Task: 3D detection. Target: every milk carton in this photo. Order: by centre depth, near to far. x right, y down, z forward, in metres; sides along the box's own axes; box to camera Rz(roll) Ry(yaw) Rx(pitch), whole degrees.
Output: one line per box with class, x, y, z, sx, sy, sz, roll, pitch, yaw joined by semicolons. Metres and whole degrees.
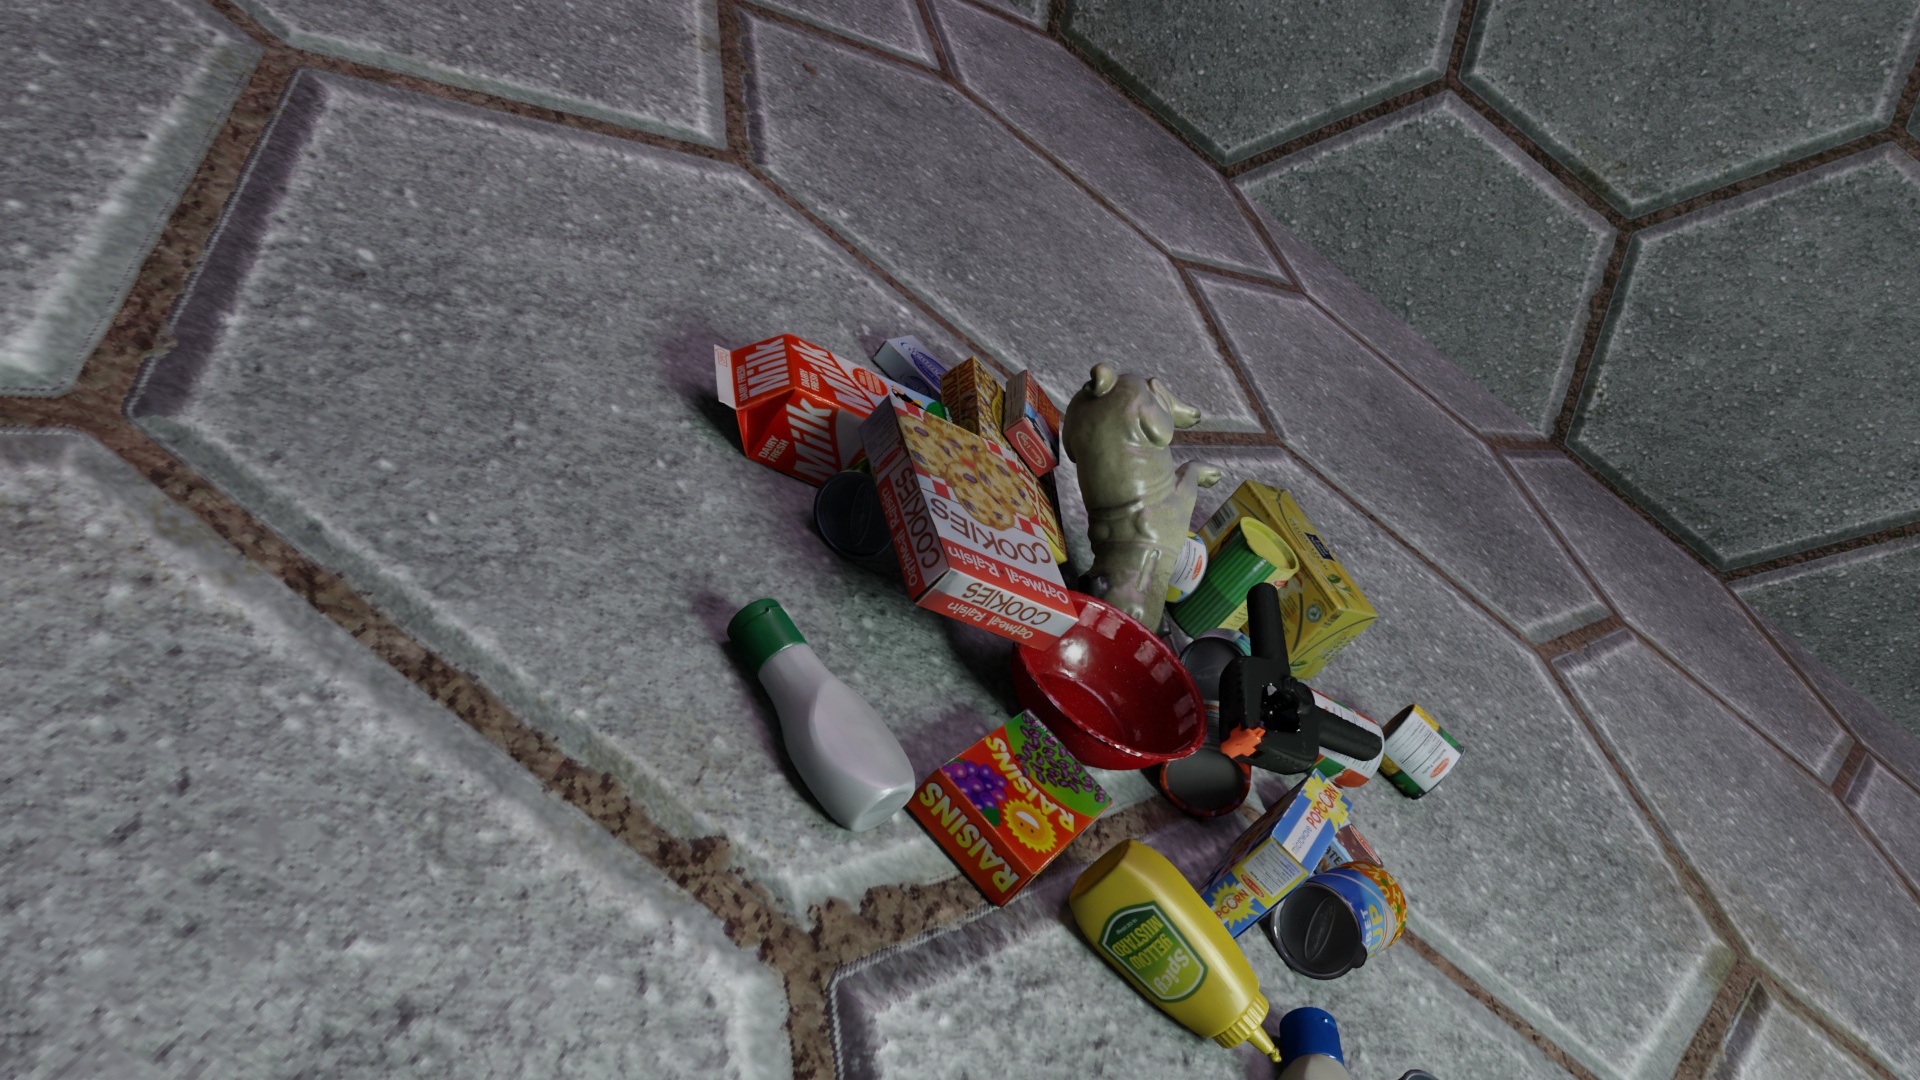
milk carton;-0.098;-0.089;1.037;0.190;0.073;0.073;22;33;-30

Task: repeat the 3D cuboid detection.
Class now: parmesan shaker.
parmesan shaker;0.238;0.038;1.225;0.071;0.102;0.072;30;29;-18

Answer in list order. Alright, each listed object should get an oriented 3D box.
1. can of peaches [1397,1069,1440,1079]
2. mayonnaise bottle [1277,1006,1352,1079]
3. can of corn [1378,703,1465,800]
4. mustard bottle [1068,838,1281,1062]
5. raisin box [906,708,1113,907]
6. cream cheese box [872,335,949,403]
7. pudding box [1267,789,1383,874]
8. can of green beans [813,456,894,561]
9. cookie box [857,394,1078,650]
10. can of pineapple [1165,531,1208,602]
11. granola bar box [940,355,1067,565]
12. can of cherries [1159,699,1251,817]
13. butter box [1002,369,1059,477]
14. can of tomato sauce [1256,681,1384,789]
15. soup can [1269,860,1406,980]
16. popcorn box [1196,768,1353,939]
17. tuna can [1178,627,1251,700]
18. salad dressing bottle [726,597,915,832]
can of peaches;0.274;0.366;0.840;0.071;0.057;0.071;30;29;-18
mayonnaise bottle;0.214;0.345;0.818;0.065;0.041;0.149;34;27;-13
can of corn;0.408;0.190;1.252;0.058;0.071;0.071;44;28;8
mustard bottle;0.138;0.255;0.834;0.160;0.065;0.049;46;24;3
raisin box;0.032;0.163;0.864;0.086;0.040;0.124;47;28;12
cream cheese box;-0.027;-0.141;1.249;0.104;0.024;0.053;45;27;8
pudding box;0.284;0.230;1.078;0.050;0.030;0.084;-1;48;-53
can of green beans;-0.063;-0.025;0.993;0.071;0.071;0.058;42;27;5
cookie box;0.003;-0.012;0.953;0.123;0.040;0.168;22;35;-39
can of pineapple;0.173;0.015;1.223;0.058;0.070;0.071;23;32;-28
granola bar box;0.035;-0.064;1.155;0.124;0.039;0.166;48;22;-30
can of cherries;0.182;0.162;1.020;0.071;0.071;0.059;37;28;-6
butter box;0.060;-0.100;1.171;0.053;0.024;0.104;51;21;-22
can of tomato sauce;0.299;0.164;1.159;0.083;0.071;0.071;27;30;-24
soup can;0.267;0.265;0.968;0.084;0.071;0.071;0;47;-51
popcorn box;0.216;0.216;0.958;0.038;0.085;0.127;45;29;12
tuna can;0.213;0.109;1.135;0.071;0.070;0.033;46;27;11
salad dressing bottle;-0.085;0.099;0.813;0.064;0.043;0.148;-5;50;-51
